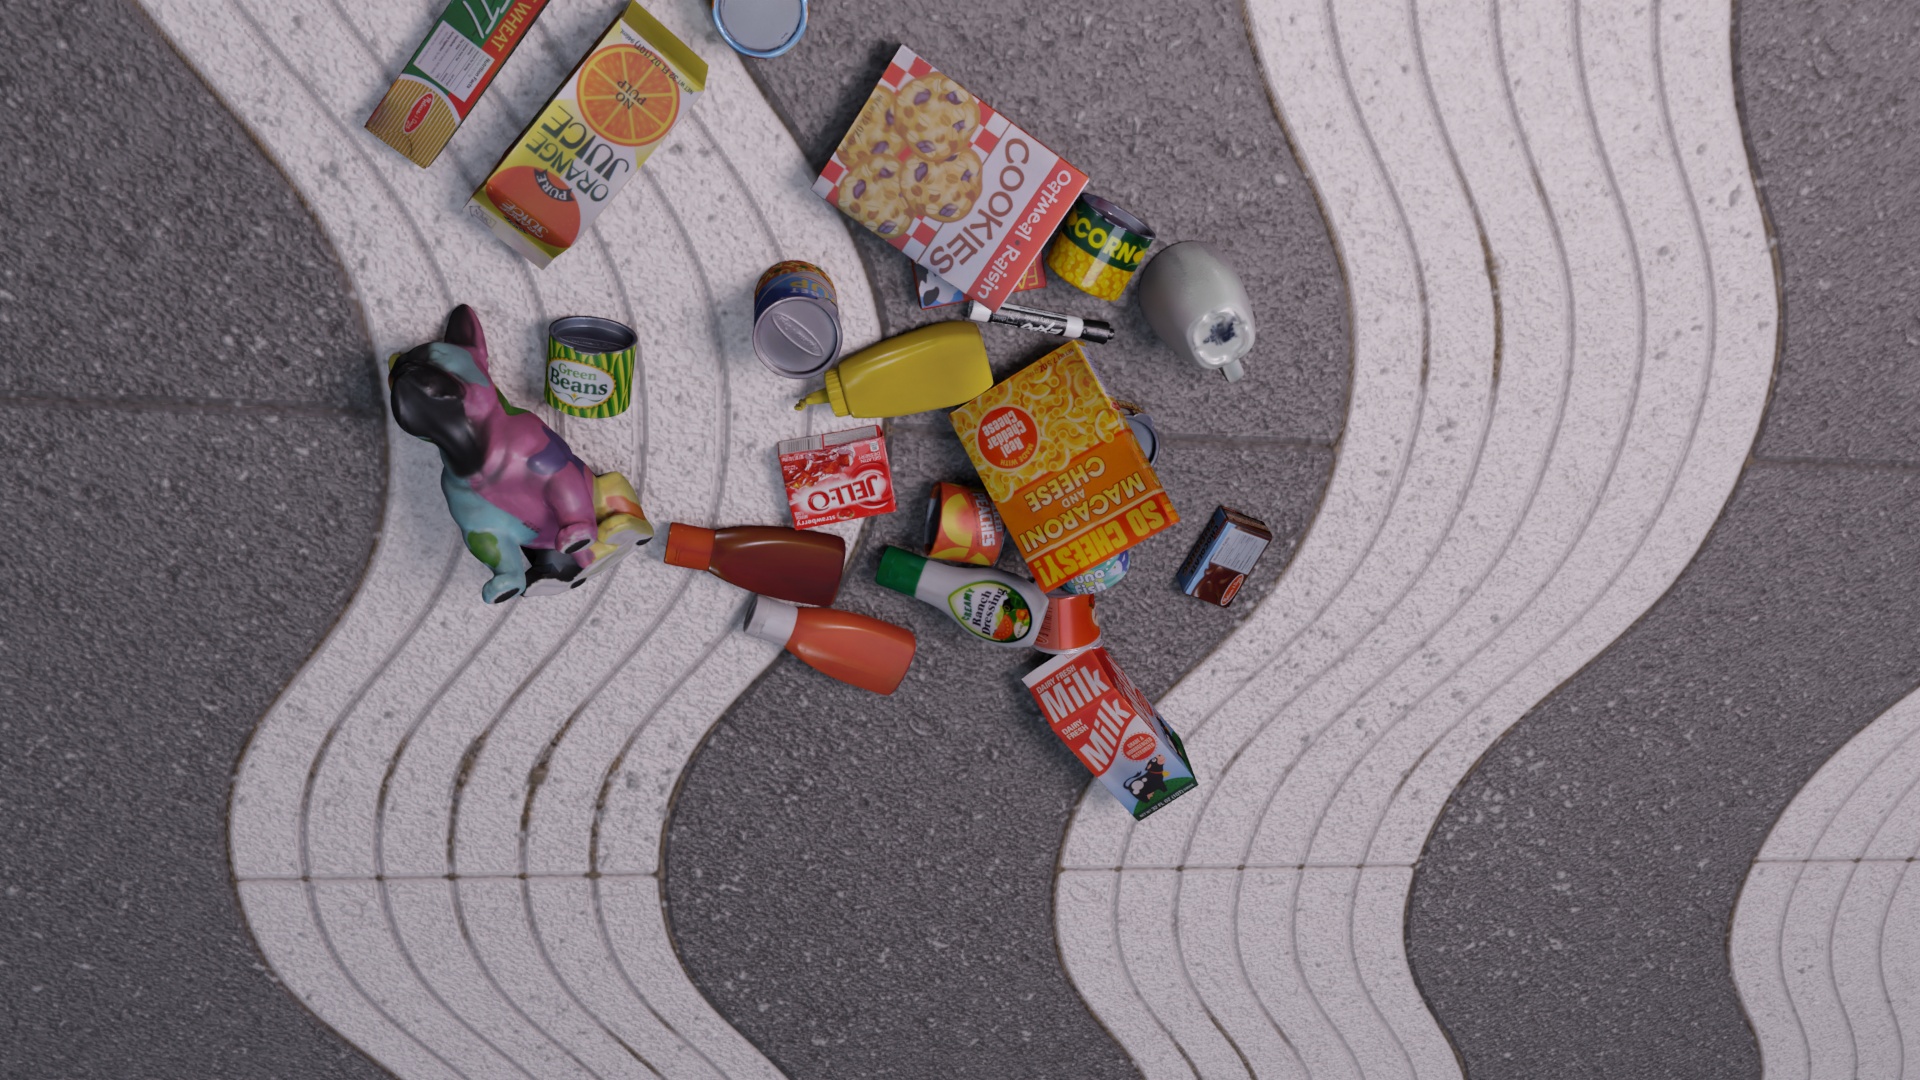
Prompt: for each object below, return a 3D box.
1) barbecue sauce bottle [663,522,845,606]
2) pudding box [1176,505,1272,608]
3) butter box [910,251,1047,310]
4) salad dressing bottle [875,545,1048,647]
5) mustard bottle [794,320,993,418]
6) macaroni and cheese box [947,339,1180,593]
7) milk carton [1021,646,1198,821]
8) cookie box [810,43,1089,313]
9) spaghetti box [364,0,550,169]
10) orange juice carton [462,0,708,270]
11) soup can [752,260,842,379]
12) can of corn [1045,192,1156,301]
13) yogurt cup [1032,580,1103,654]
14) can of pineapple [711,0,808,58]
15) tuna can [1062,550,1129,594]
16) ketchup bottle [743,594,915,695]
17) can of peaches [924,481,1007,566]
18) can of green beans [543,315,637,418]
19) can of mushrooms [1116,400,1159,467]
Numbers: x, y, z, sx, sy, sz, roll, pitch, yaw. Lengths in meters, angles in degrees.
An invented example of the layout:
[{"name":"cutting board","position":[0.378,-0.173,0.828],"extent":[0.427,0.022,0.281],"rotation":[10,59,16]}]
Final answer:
[{"name":"barbecue sauce bottle","position":[-0.176,0.015,1.187],"extent":[0.149,0.044,0.064],"rotation":[10,118,-13]},{"name":"pudding box","position":[0.237,0.016,1.252],"extent":[0.050,0.030,0.083],"rotation":[18,116,-19]},{"name":"butter box","position":[0.014,-0.217,1.088],"extent":[0.103,0.024,0.053],"rotation":[-11,120,-2]},{"name":"salad dressing bottle","position":[0.001,0.046,1.202],"extent":[0.148,0.044,0.064],"rotation":[20,107,7]},{"name":"mustard bottle","position":[-0.057,-0.131,1.115],"extent":[0.160,0.049,0.065],"rotation":[-14,118,1]},{"name":"macaroni and cheese box","position":[0.084,-0.059,1.123],"extent":[0.123,0.040,0.166],"rotation":[-29,85,18]},{"name":"milk carton","position":[0.138,0.170,1.303],"extent":[0.072,0.074,0.190],"rotation":[-35,118,13]},{"name":"cookie box","position":[-0.007,-0.266,1.030],"extent":[0.167,0.040,0.122],"rotation":[32,105,-14]},{"name":"spaghetti box","position":[-0.317,-0.366,0.952],"extent":[0.050,0.029,0.249],"rotation":[36,110,-25]},{"name":"orange juice carton","position":[-0.267,-0.280,0.984],"extent":[0.071,0.073,0.192],"rotation":[38,109,-25]},{"name":"soup can","position":[-0.123,-0.172,1.061],"extent":[0.071,0.084,0.071],"rotation":[-4,121,-6]},{"name":"can of corn","position":[0.107,-0.225,1.069],"extent":[0.071,0.071,0.058],"rotation":[21,116,-19]},{"name":"yogurt cup","position":[0.091,0.063,1.241],"extent":[0.072,0.072,0.053],"rotation":[-6,113,-4]},{"name":"can of pineapple","position":[-0.137,-0.370,0.958],"extent":[0.071,0.058,0.070],"rotation":[-4,121,-6]},{"name":"tuna can","position":[0.112,0.016,1.211],"extent":[0.071,0.071,0.032],"rotation":[-22,122,5]},{"name":"ketchup bottle","position":[-0.118,0.089,1.237],"extent":[0.149,0.044,0.064],"rotation":[21,115,-18]},{"name":"can of peaches","position":[0.004,-0.015,1.179],"extent":[0.058,0.071,0.071],"rotation":[9,119,-12]},{"name":"can of green beans","position":[-0.286,-0.134,1.071],"extent":[0.071,0.071,0.057],"rotation":[8,119,-12]},{"name":"can of mushrooms","position":[0.135,-0.085,1.177],"extent":[0.071,0.033,0.070],"rotation":[-3,120,-5]}]
